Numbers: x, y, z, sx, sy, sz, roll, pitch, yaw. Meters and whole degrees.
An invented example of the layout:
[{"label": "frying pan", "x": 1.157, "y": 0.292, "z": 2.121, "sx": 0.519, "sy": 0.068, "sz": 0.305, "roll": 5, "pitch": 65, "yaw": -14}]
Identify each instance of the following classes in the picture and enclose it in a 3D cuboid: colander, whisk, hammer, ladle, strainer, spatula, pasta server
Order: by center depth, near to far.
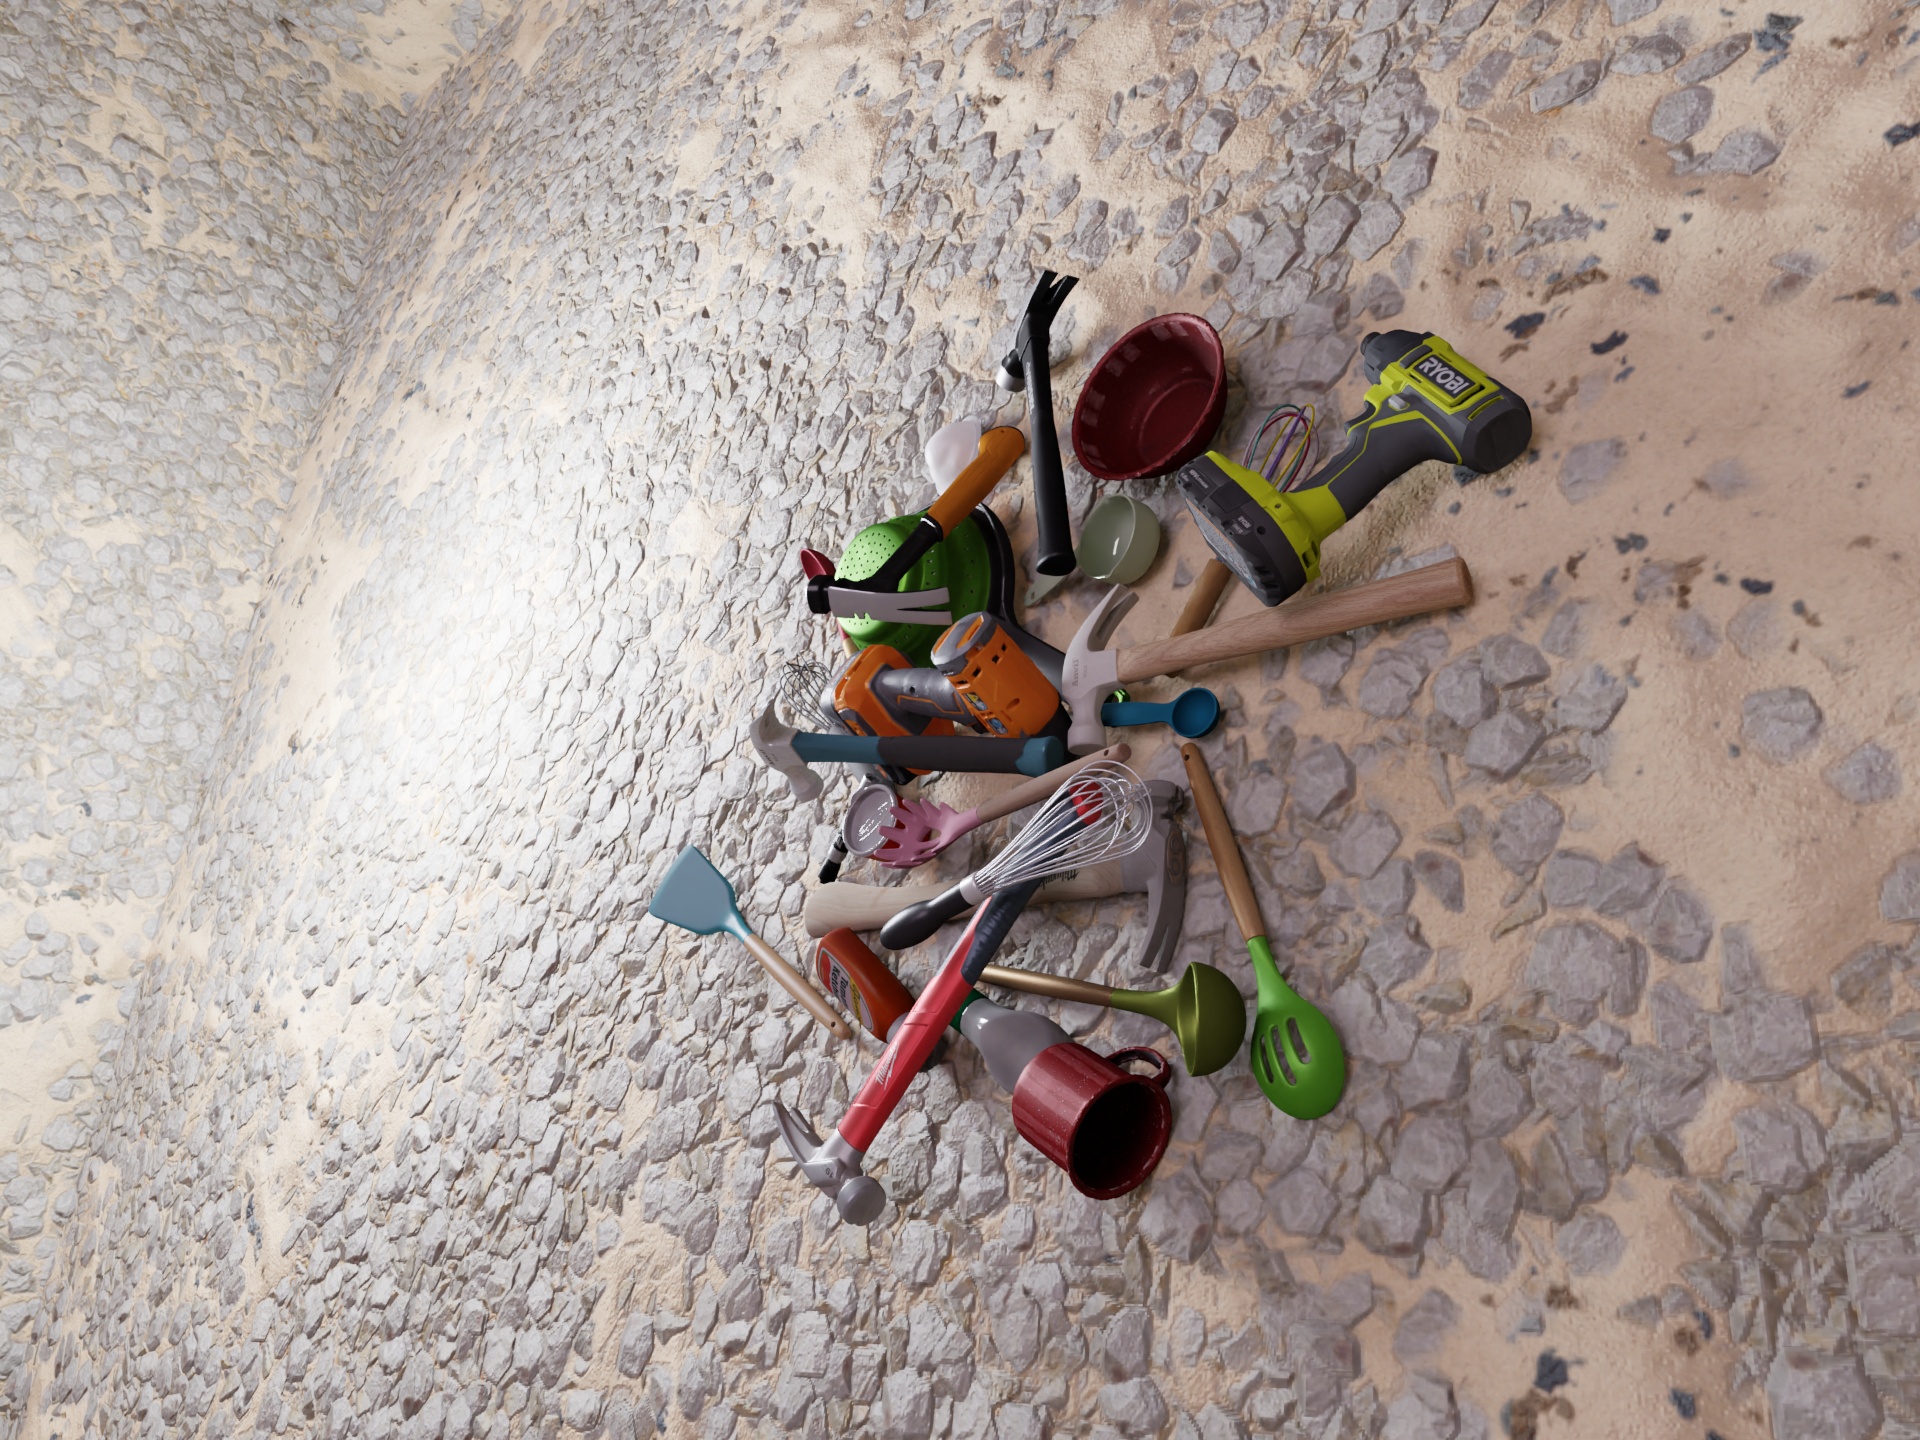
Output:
[{"label": "whisk", "x": 0.035, "y": 0.114, "z": 1.194, "sx": 0.284, "sy": 0.070, "sz": 0.070, "roll": -35, "pitch": 47, "yaw": 35}, {"label": "ladle", "x": 0.090, "y": 0.206, "z": 1.194, "sx": 0.320, "sy": 0.062, "sz": 0.078, "roll": 0, "pitch": 87, "yaw": 52}, {"label": "hammer", "x": 0.222, "y": -0.068, "z": 1.209, "sx": 0.331, "sy": 0.031, "sz": 0.130, "roll": -15, "pitch": 64, "yaw": 33}, {"label": "pasta server", "x": 0.027, "y": 0.065, "z": 1.261, "sx": 0.316, "sy": 0.040, "sz": 0.060, "roll": -28, "pitch": 47, "yaw": 52}, {"label": "hammer", "x": -0.014, "y": 0.200, "z": 1.263, "sx": 0.386, "sy": 0.038, "sz": 0.143, "roll": -57, "pitch": 40, "yaw": 3}, {"label": "whisk", "x": 0.220, "y": -0.145, "z": 1.276, "sx": 0.047, "sy": 0.051, "sz": 0.245, "roll": 31, "pitch": 96, "yaw": 44}, {"label": "hammer", "x": 0.013, "y": 0.155, "z": 1.331, "sx": 0.410, "sy": 0.038, "sz": 0.146, "roll": -15, "pitch": 60, "yaw": 41}, {"label": "hammer", "x": -0.051, "y": 0.027, "z": 1.341, "sx": 0.331, "sy": 0.128, "sz": 0.033, "roll": 2, "pitch": 49, "yaw": 39}, {"label": "hammer", "x": -0.008, "y": -0.181, "z": 1.411, "sx": 0.127, "sy": 0.034, "sz": 0.337, "roll": 6, "pitch": 35, "yaw": 23}, {"label": "colander", "x": -0.005, "y": -0.089, "z": 1.421, "sx": 0.397, "sy": 0.094, "sz": 0.204, "roll": 34, "pitch": 105, "yaw": 46}, {"label": "hammer", "x": 0.076, "y": -0.260, "z": 1.425, "sx": 0.146, "sy": 0.035, "sz": 0.335, "roll": 117, "pitch": 157, "yaw": -48}, {"label": "spatula", "x": -0.196, "y": 0.219, "z": 1.507, "sx": 0.318, "sy": 0.044, "sz": 0.082, "roll": 31, "pitch": 88, "yaw": 49}, {"label": "whisk", "x": -0.116, "y": 0.009, "z": 1.540, "sx": 0.055, "sy": 0.055, "sz": 0.239, "roll": -51, "pitch": 46, "yaw": 13}, {"label": "strainer", "x": 0.003, "y": -0.212, "z": 1.544, "sx": 0.087, "sy": 0.050, "sz": 0.259, "roll": -49, "pitch": 43, "yaw": 39}, {"label": "ladle", "x": -0.104, "y": -0.060, "z": 1.572, "sx": 0.031, "sy": 0.069, "sz": 0.316, "roll": -17, "pitch": 51, "yaw": -8}]

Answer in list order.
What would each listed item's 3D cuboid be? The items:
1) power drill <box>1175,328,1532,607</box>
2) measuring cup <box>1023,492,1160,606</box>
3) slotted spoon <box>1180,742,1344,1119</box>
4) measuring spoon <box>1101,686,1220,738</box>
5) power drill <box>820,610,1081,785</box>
[{"label": "power drill", "x": 0.282, "y": -0.198, "z": 1.182, "sx": 0.223, "sy": 0.080, "sz": 0.171, "roll": -34, "pitch": 43, "yaw": 2}, {"label": "measuring cup", "x": 0.115, "y": -0.136, "z": 1.394, "sx": 0.167, "sy": 0.038, "sz": 0.083, "roll": -36, "pitch": 47, "yaw": 49}, {"label": "slotted spoon", "x": 0.204, "y": 0.139, "z": 1.146, "sx": 0.070, "sy": 0.031, "sz": 0.314, "roll": -41, "pitch": 43, "yaw": 30}, {"label": "measuring spoon", "x": 0.155, "y": -0.002, "z": 1.273, "sx": 0.129, "sy": 0.021, "sz": 0.042, "roll": -1, "pitch": 67, "yaw": 42}, {"label": "power drill", "x": -0.002, "y": -0.004, "z": 1.359, "sx": 0.226, "sy": 0.164, "sz": 0.084, "roll": -10, "pitch": 38, "yaw": 53}]
